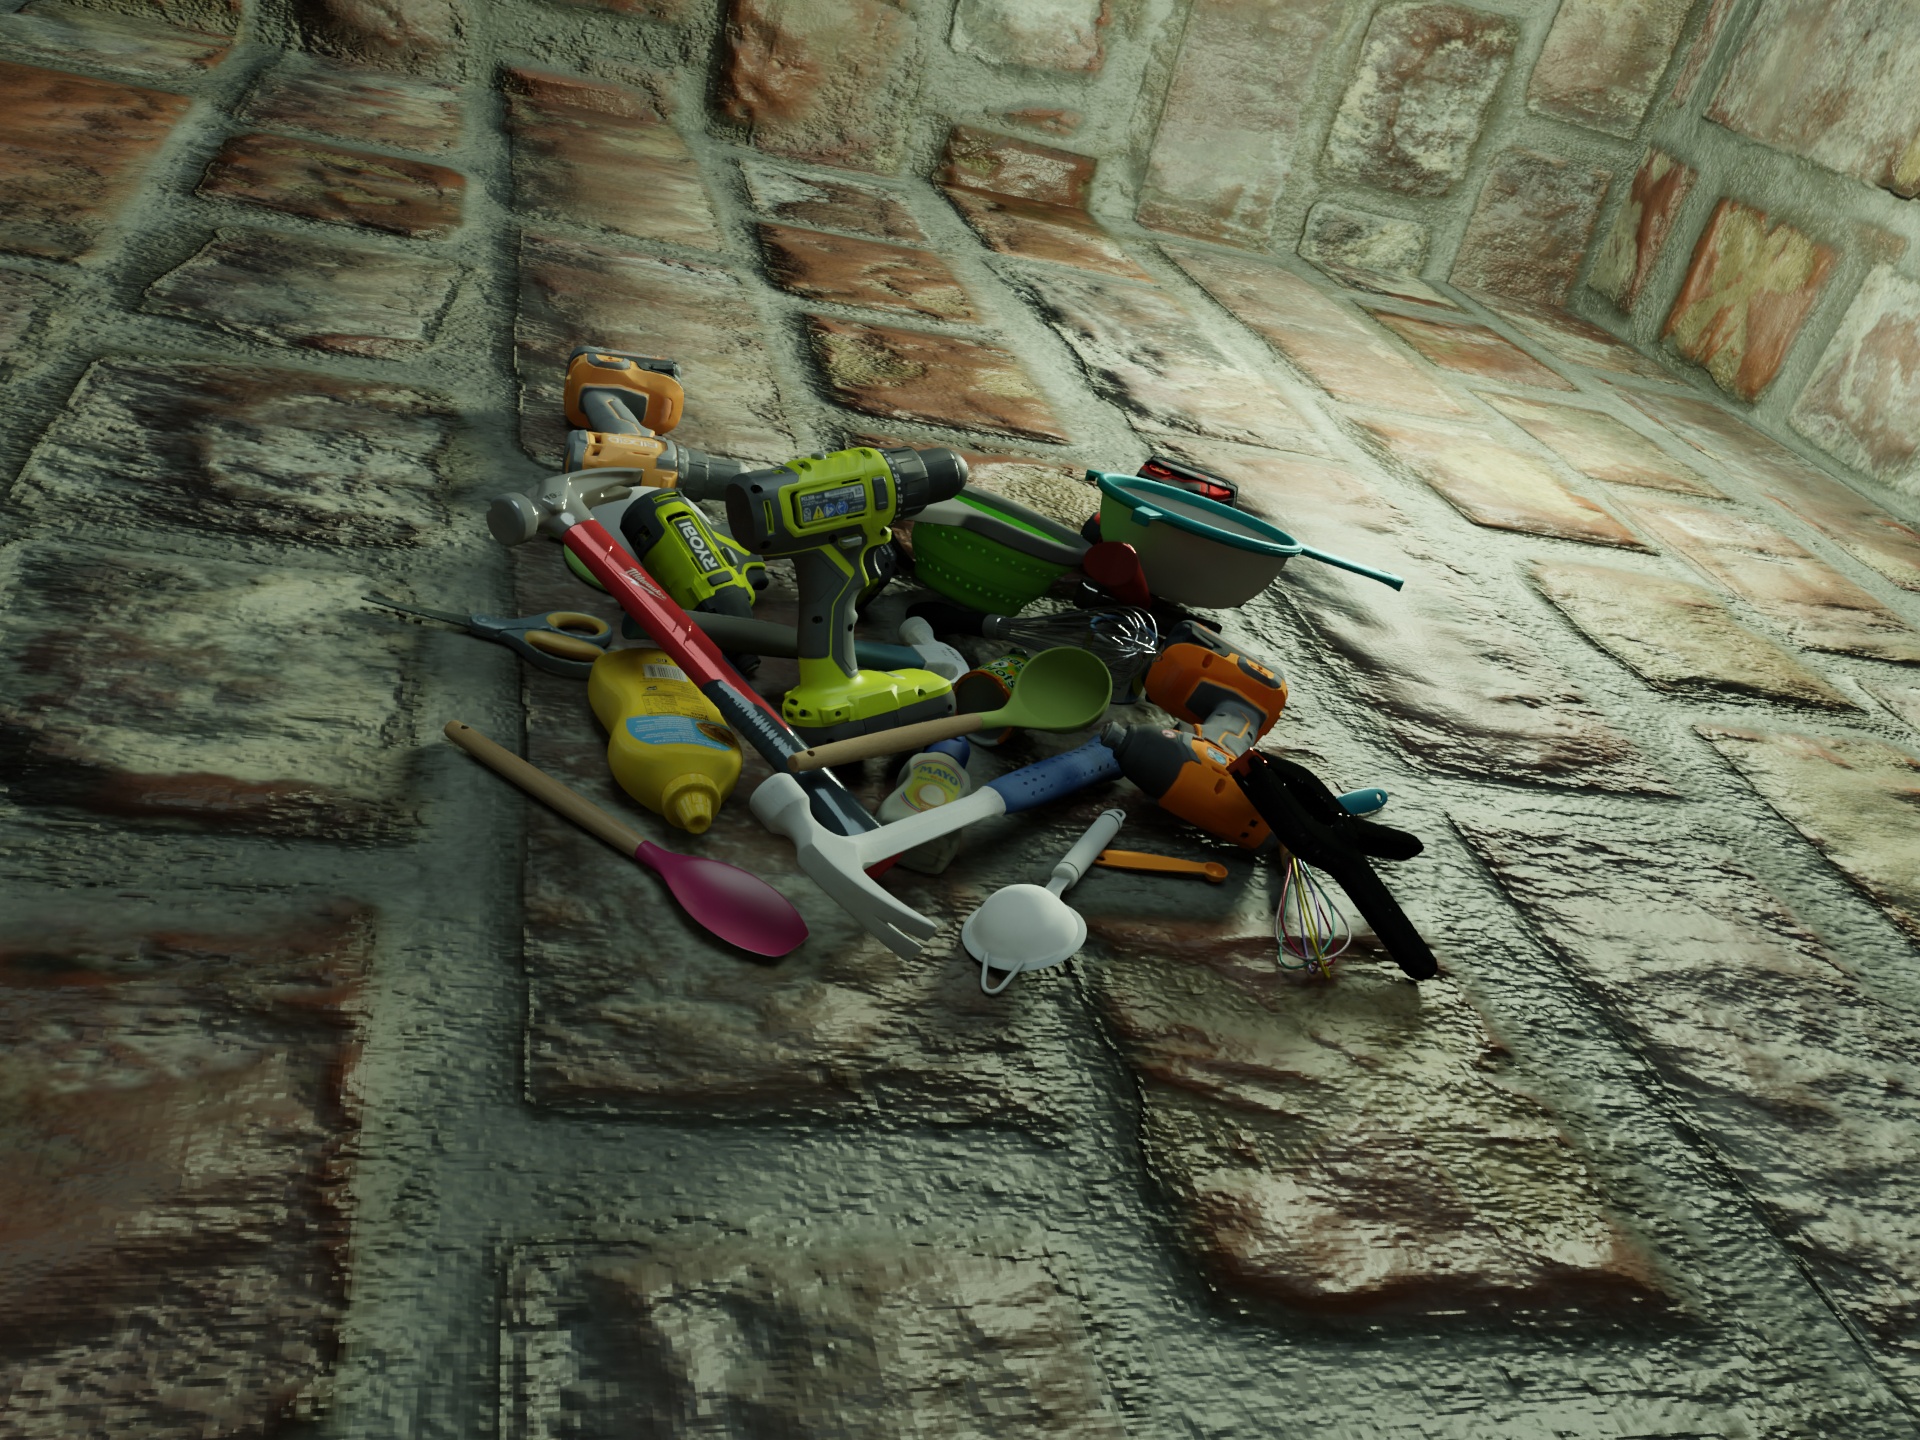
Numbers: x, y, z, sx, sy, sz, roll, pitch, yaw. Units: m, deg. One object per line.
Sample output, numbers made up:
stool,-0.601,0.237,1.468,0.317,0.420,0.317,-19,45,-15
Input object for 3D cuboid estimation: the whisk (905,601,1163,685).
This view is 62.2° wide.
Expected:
whisk,0.057,-0.077,1.392,0.285,0.070,0.070,12,20,42

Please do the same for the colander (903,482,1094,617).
colander,-0.010,-0.154,1.443,0.204,0.094,0.397,28,14,19

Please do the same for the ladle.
ladle,-0.002,-0.004,1.196,0.320,0.062,0.078,-12,48,-46

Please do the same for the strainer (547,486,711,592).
strainer,-0.239,-0.179,1.471,0.256,0.069,0.152,-14,41,-39

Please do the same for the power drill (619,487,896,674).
power drill,-0.169,-0.136,1.398,0.223,0.080,0.171,-25,78,-47

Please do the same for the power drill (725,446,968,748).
power drill,-0.071,-0.096,1.223,0.190,0.228,0.080,-16,19,-28

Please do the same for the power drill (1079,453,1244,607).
power drill,0.243,-0.200,1.741,0.188,0.080,0.227,22,33,11

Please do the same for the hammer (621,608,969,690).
hammer,-0.128,-0.062,1.302,0.330,0.033,0.128,7,29,-40

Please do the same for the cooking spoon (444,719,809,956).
cooking spoon,-0.238,0.077,1.091,0.319,0.017,0.069,29,31,21

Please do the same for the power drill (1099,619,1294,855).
power drill,0.199,0.006,1.341,0.164,0.084,0.227,28,31,-6

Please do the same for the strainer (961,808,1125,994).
strainer,0.071,0.114,1.153,0.087,0.050,0.258,9,24,23

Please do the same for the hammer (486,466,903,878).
hammer,-0.172,-0.040,1.164,0.386,0.038,0.143,46,36,11

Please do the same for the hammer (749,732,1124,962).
hammer,0.021,0.065,1.157,0.144,0.035,0.405,47,29,17

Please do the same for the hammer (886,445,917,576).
hammer,-0.071,-0.236,1.635,0.031,0.130,0.331,-20,16,12

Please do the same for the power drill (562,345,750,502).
power drill,-0.314,-0.293,1.622,0.185,0.084,0.226,4,36,-20

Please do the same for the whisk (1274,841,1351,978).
whisk,0.264,0.124,1.241,0.047,0.051,0.245,36,23,-12

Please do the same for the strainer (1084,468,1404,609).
strainer,0.280,-0.150,1.585,0.340,0.095,0.211,15,17,-16

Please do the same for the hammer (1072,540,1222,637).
hammer,0.161,-0.111,1.423,0.149,0.037,0.359,20,1,9

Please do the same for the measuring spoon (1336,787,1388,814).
measuring spoon,0.337,0.070,1.363,0.128,0.021,0.042,-7,79,-43

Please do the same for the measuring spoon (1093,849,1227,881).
measuring spoon,0.150,0.113,1.229,0.117,0.011,0.021,7,29,-9
